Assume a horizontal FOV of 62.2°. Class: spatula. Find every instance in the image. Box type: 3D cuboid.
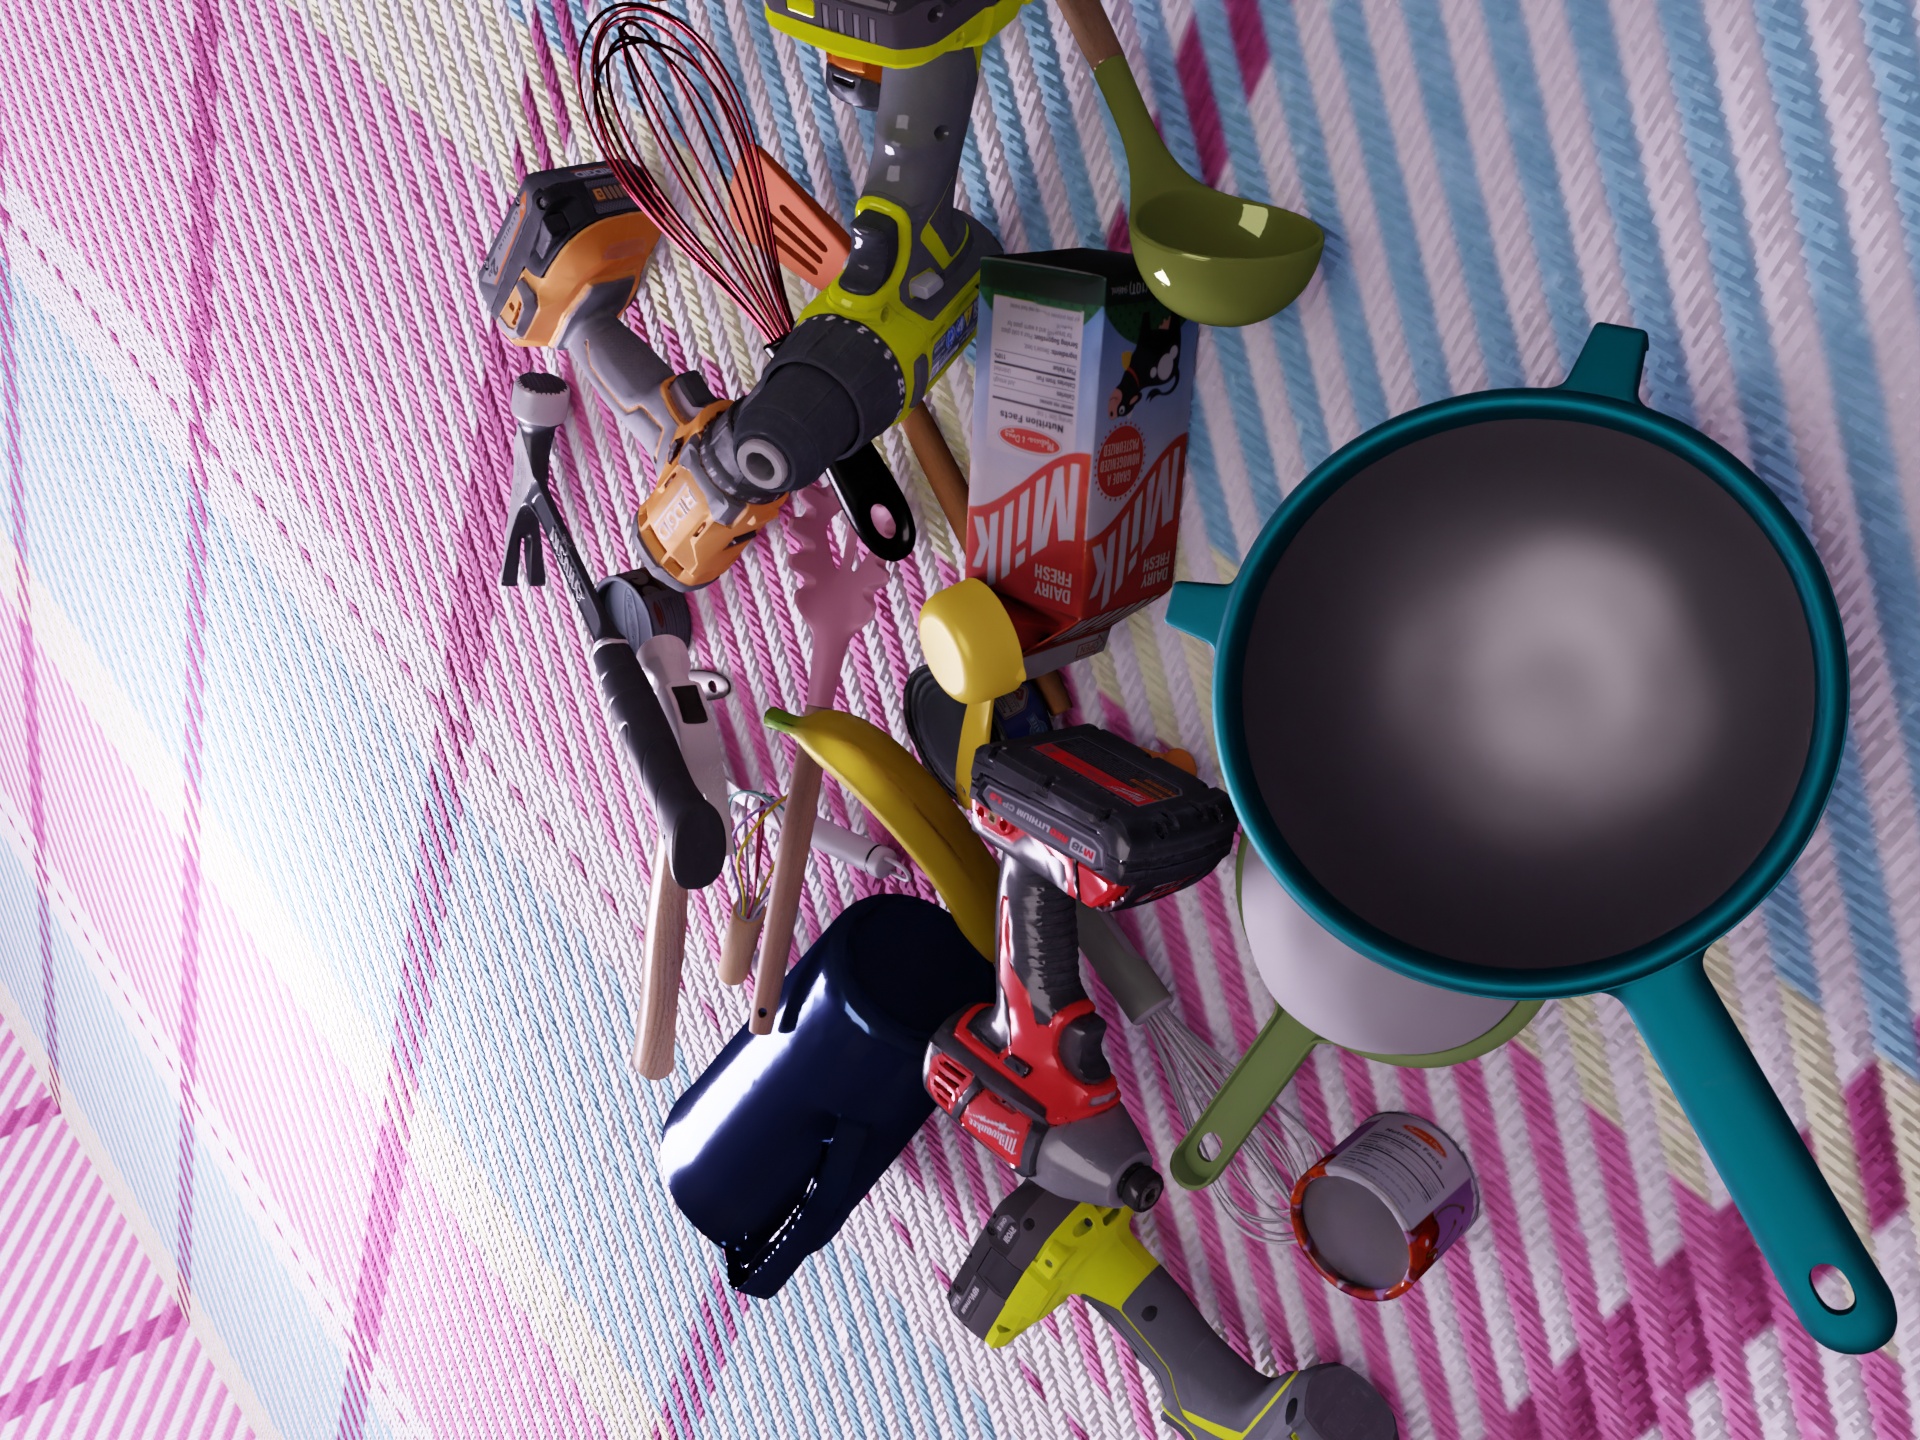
[{"bbox_3d":[-0.028,-0.144,0.816,0.322,0.041,0.081,63,160,3],"label":"spatula"}]

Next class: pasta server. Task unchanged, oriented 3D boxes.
[{"bbox_3d":[-0.083,0.019,0.869,0.060,0.040,0.316,11,93,4],"label":"pasta server"}]

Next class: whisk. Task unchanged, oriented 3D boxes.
[{"bbox_3d":[-0.096,-0.206,0.782,0.073,0.073,0.295,-5,121,46],"label":"whisk"},{"bbox_3d":[-0.132,0.109,0.984,0.051,0.047,0.244,18,145,-4],"label":"whisk"},{"bbox_3d":[0.103,0.154,0.807,0.059,0.057,0.246,-38,72,11],"label":"whisk"}]

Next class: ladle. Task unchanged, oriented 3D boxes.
[{"bbox_3d":[0.057,-0.303,0.661,0.320,0.078,0.062,66,152,10],"label":"ladle"}]

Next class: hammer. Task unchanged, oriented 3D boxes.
[{"bbox_3d":[-0.214,-0.048,0.943,0.409,0.036,0.149,56,139,43],"label":"hammer"},{"bbox_3d":[-0.182,0.115,0.997,0.130,0.031,0.331,-118,31,-43],"label":"hammer"}]

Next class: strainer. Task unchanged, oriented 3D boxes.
[{"bbox_3d":[0.233,0.047,0.570,0.211,0.095,0.340,-32,76,26],"label":"strainer"},{"bbox_3d":[-0.130,0.053,0.998,0.259,0.050,0.086,21,135,35],"label":"strainer"},{"bbox_3d":[0.148,0.122,0.693,0.152,0.069,0.256,42,119,26],"label":"strainer"}]

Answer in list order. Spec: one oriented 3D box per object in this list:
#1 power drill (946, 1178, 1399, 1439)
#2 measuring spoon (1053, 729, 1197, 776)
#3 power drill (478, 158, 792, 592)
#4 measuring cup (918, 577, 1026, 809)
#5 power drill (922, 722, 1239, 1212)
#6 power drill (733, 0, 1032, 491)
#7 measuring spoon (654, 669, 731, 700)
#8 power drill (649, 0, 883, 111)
[{"bbox_3d":[0.105,0.352,0.858,0.223,0.080,0.171,41,130,22],"label":"power drill"},{"bbox_3d":[0.069,0.019,0.805,0.117,0.011,0.021,8,111,43],"label":"measuring spoon"},{"bbox_3d":[-0.168,-0.207,0.901,0.226,0.084,0.185,58,139,5],"label":"power drill"},{"bbox_3d":[-0.001,-0.002,0.770,0.062,0.029,0.156,52,152,32],"label":"measuring cup"},{"bbox_3d":[0.055,0.125,0.766,0.143,0.078,0.219,30,119,42],"label":"power drill"},{"bbox_3d":[-0.033,-0.218,0.652,0.080,0.191,0.228,22,138,12],"label":"power drill"},{"bbox_3d":[-0.195,-0.022,1.047,0.124,0.018,0.034,1,106,44],"label":"measuring spoon"},{"bbox_3d":[-0.088,-0.395,0.736,0.227,0.084,0.164,33,137,29],"label":"power drill"}]
